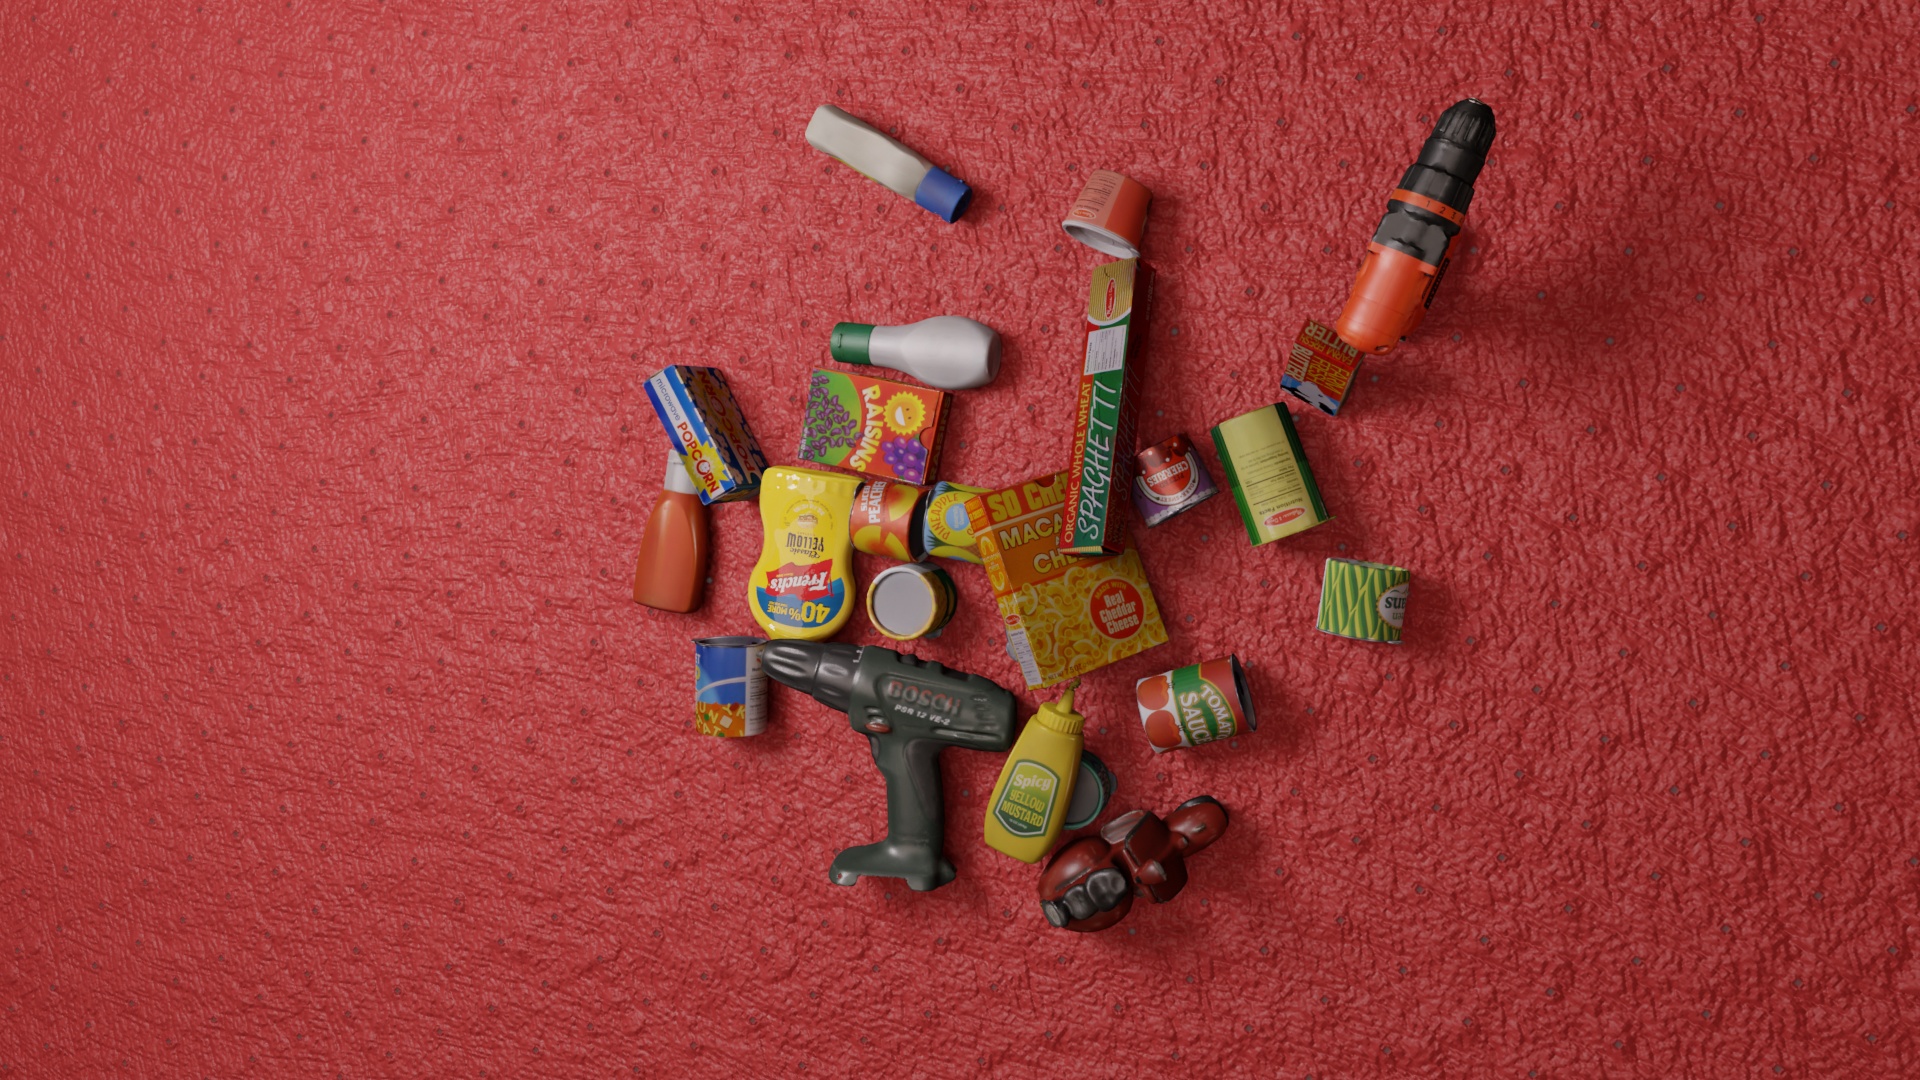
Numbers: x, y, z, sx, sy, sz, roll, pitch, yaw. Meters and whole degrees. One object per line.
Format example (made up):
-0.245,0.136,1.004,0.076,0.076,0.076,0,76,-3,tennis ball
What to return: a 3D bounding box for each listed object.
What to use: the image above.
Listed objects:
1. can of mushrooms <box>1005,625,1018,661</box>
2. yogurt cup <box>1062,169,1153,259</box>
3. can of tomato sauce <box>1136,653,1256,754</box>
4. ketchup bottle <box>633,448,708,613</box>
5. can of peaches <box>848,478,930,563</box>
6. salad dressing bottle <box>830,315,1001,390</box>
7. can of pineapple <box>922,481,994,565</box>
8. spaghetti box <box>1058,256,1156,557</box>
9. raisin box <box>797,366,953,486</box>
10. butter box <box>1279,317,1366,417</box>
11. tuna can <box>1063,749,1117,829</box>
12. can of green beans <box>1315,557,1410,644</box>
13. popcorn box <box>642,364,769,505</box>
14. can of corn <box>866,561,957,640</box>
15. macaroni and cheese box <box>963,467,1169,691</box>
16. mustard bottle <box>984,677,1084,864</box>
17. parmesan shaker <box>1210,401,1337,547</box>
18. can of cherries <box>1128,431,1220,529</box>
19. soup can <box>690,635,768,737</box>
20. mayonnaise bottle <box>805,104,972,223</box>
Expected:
0.072,0.076,1.201,0.071,0.033,0.071,1,93,16,can of mushrooms
0.125,-0.272,1.154,0.072,0.072,0.054,23,91,14,yogurt cup
0.195,0.137,1.148,0.083,0.071,0.071,-17,88,17,can of tomato sauce
-0.263,-0.009,1.292,0.065,0.043,0.148,11,96,15,ketchup bottle
-0.057,-0.018,1.213,0.058,0.071,0.071,12,96,23,can of peaches
-0.040,-0.168,1.219,0.148,0.044,0.064,8,95,17,salad dressing bottle
0.004,-0.015,1.198,0.058,0.071,0.071,10,96,15,can of pineapple
0.120,-0.108,1.137,0.050,0.029,0.250,-5,73,47,spaghetti box
-0.076,-0.102,1.234,0.123,0.040,0.086,13,95,15,raisin box
0.284,-0.135,1.092,0.053,0.103,0.024,30,80,14,butter box
0.098,0.214,1.200,0.071,0.033,0.071,1,93,17,tuna can
0.321,0.047,1.109,0.071,0.071,0.057,9,95,16,can of green beans
-0.225,-0.096,1.255,0.038,0.085,0.127,-29,85,17,popcorn box
-0.042,0.055,1.221,0.071,0.058,0.071,1,93,17,can of corn
0.089,0.026,1.156,0.124,0.040,0.166,-18,87,-23,macaroni and cheese box
0.069,0.188,1.163,0.065,0.049,0.160,20,98,14,mustard bottle
0.253,-0.055,1.125,0.071,0.071,0.103,-21,86,17,parmesan shaker
0.171,-0.050,1.146,0.071,0.071,0.058,-29,84,16,can of cherries
-0.212,0.132,1.271,0.071,0.071,0.083,2,94,17,soup can
-0.061,-0.327,1.209,0.148,0.065,0.041,32,105,9,mayonnaise bottle
